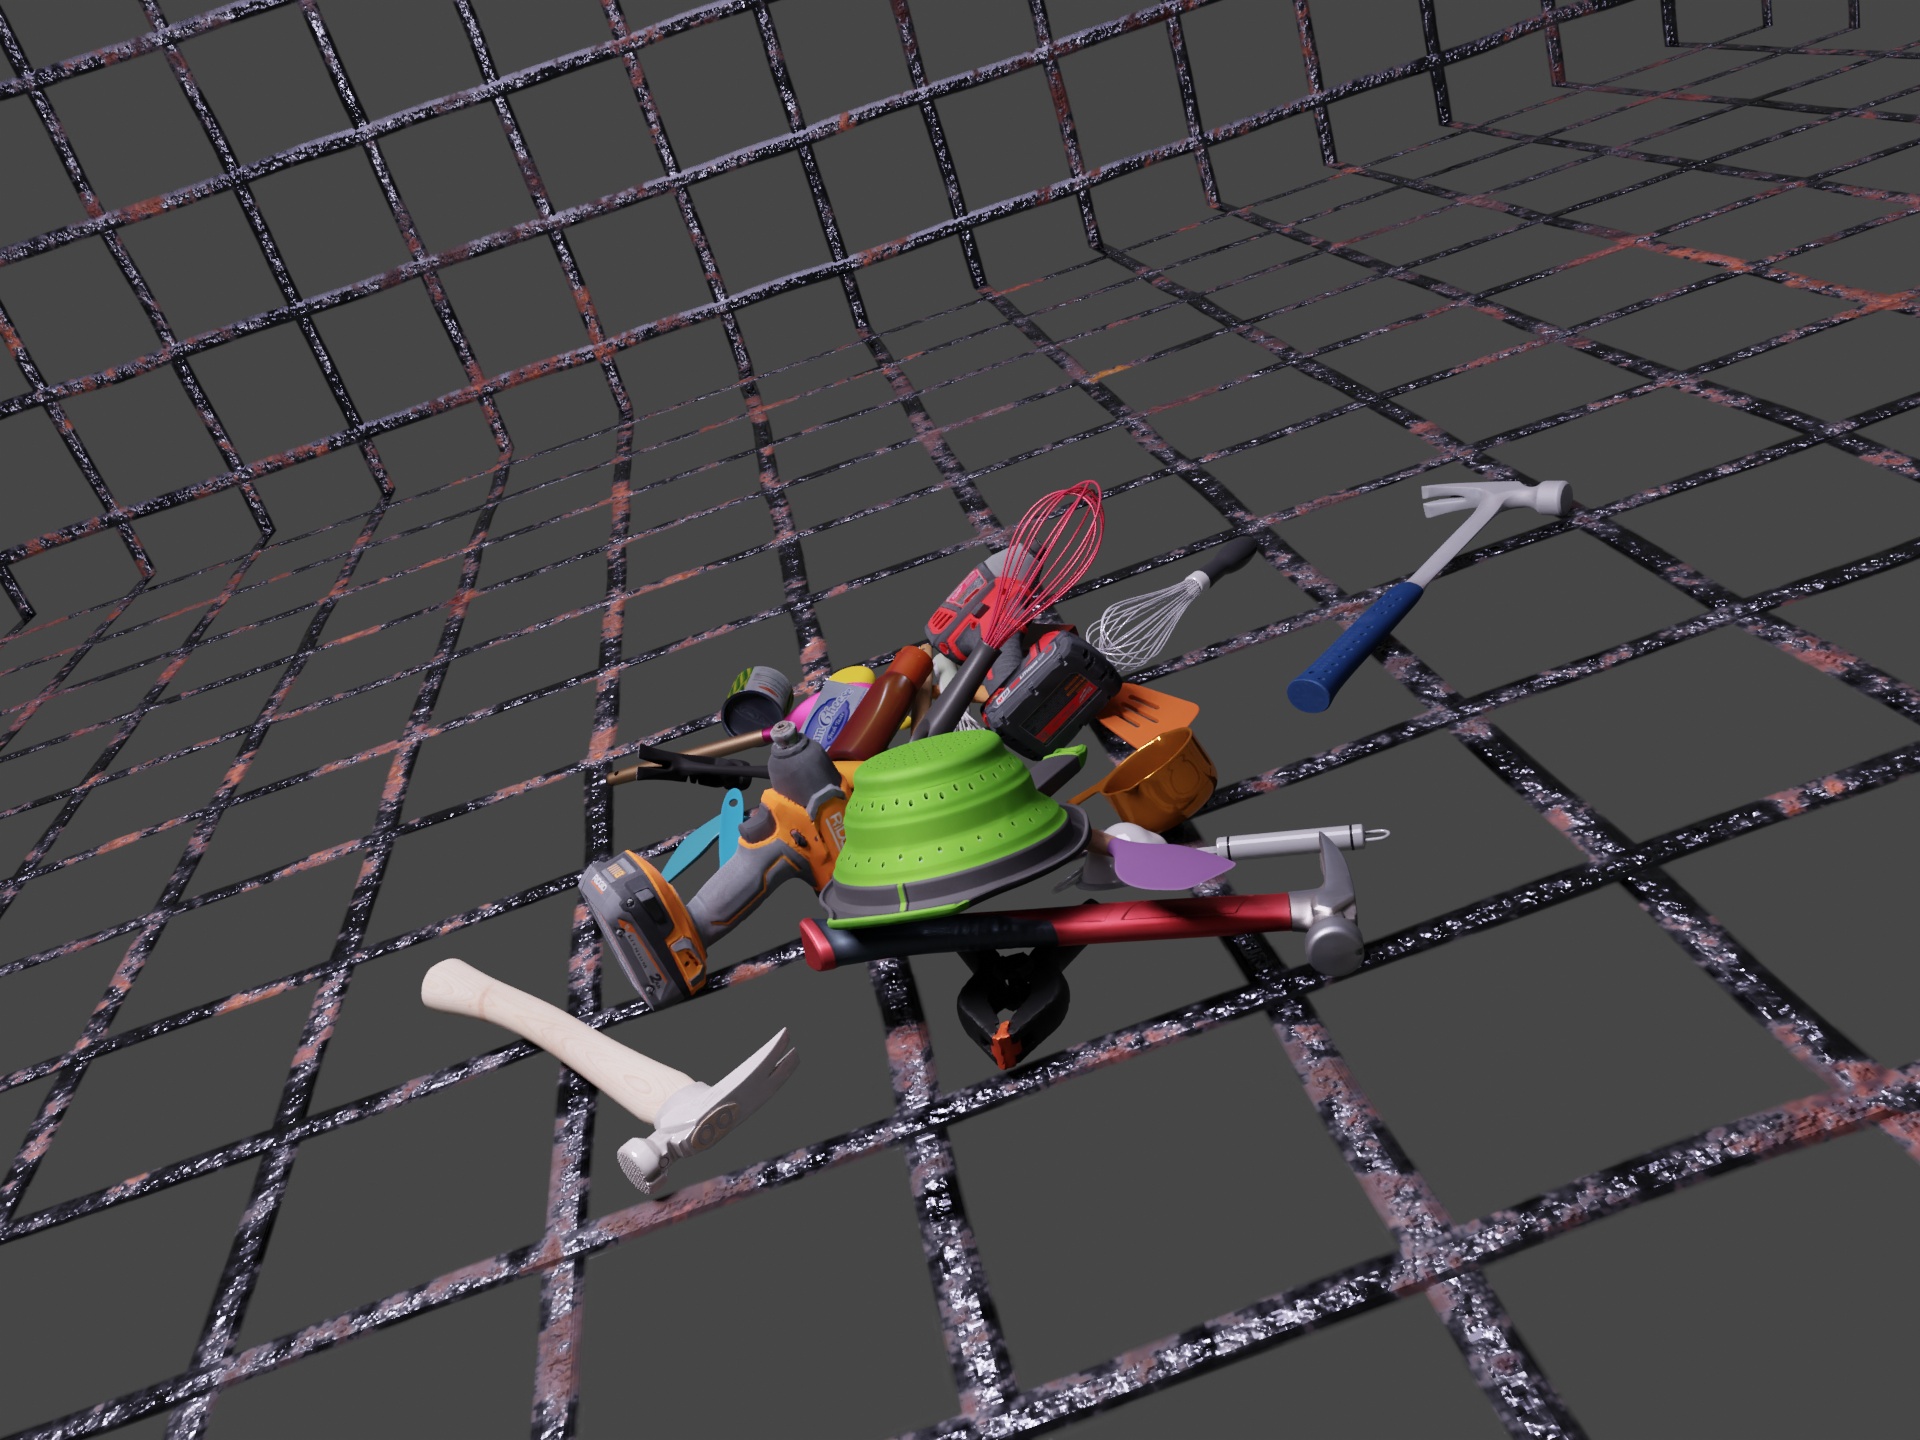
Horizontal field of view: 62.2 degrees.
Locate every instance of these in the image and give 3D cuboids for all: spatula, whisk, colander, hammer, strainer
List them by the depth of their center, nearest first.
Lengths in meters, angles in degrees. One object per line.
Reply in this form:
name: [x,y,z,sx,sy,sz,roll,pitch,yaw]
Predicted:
hammer: [0.079,0.136,1.120,0.386,0.038,0.143,-5,23,9]
spatula: [0.101,0.091,1.175,0.060,0.018,0.316,-22,12,-18]
strainer: [0.191,0.095,1.196,0.258,0.050,0.087,-7,14,16]
colander: [0.016,0.044,1.222,0.204,0.094,0.397,-11,10,25]
hammer: [-0.297,0.242,1.235,0.411,0.038,0.146,11,38,46]
whisk: [0.037,-0.082,1.387,0.296,0.073,0.073,-57,26,9]
spatula: [-0.130,0.096,1.396,0.317,0.044,0.082,-9,29,19]
hammer: [-0.141,0.046,1.407,0.337,0.034,0.127,0,-7,42]
hammer: [0.417,-0.126,1.473,0.144,0.035,0.405,9,37,43]
whisk: [-0.002,-0.005,1.482,0.059,0.057,0.247,-12,28,-2]
spatula: [0.074,-0.014,1.501,0.323,0.041,0.081,4,35,46]
whisk: [0.218,-0.122,1.584,0.070,0.070,0.284,7,31,42]

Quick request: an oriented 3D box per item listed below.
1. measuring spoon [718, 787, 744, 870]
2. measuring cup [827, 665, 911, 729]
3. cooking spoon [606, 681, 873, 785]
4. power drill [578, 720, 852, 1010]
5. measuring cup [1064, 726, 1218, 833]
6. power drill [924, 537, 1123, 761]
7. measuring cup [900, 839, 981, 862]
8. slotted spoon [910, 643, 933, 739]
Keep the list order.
measuring spoon: [-0.197,0.117,1.378,0.042,0.021,0.129,-7,54,7]
measuring cup: [-0.090,-0.022,1.612,0.062,0.029,0.157,-29,27,-20]
cooking spoon: [-0.218,0.022,1.597,0.319,0.017,0.069,-15,52,18]
power drill: [-0.183,0.110,1.273,0.226,0.164,0.084,-31,31,-20]
measuring cup: [0.131,0.070,1.283,0.173,0.052,0.095,-33,10,32]
power drill: [0.056,-0.075,1.468,0.143,0.078,0.220,-46,38,12]
measuring cup: [0.004,0.091,1.322,0.167,0.038,0.083,-33,30,-25]
slotted spoon: [-0.040,0.005,1.510,0.070,0.031,0.314,-17,28,12]
